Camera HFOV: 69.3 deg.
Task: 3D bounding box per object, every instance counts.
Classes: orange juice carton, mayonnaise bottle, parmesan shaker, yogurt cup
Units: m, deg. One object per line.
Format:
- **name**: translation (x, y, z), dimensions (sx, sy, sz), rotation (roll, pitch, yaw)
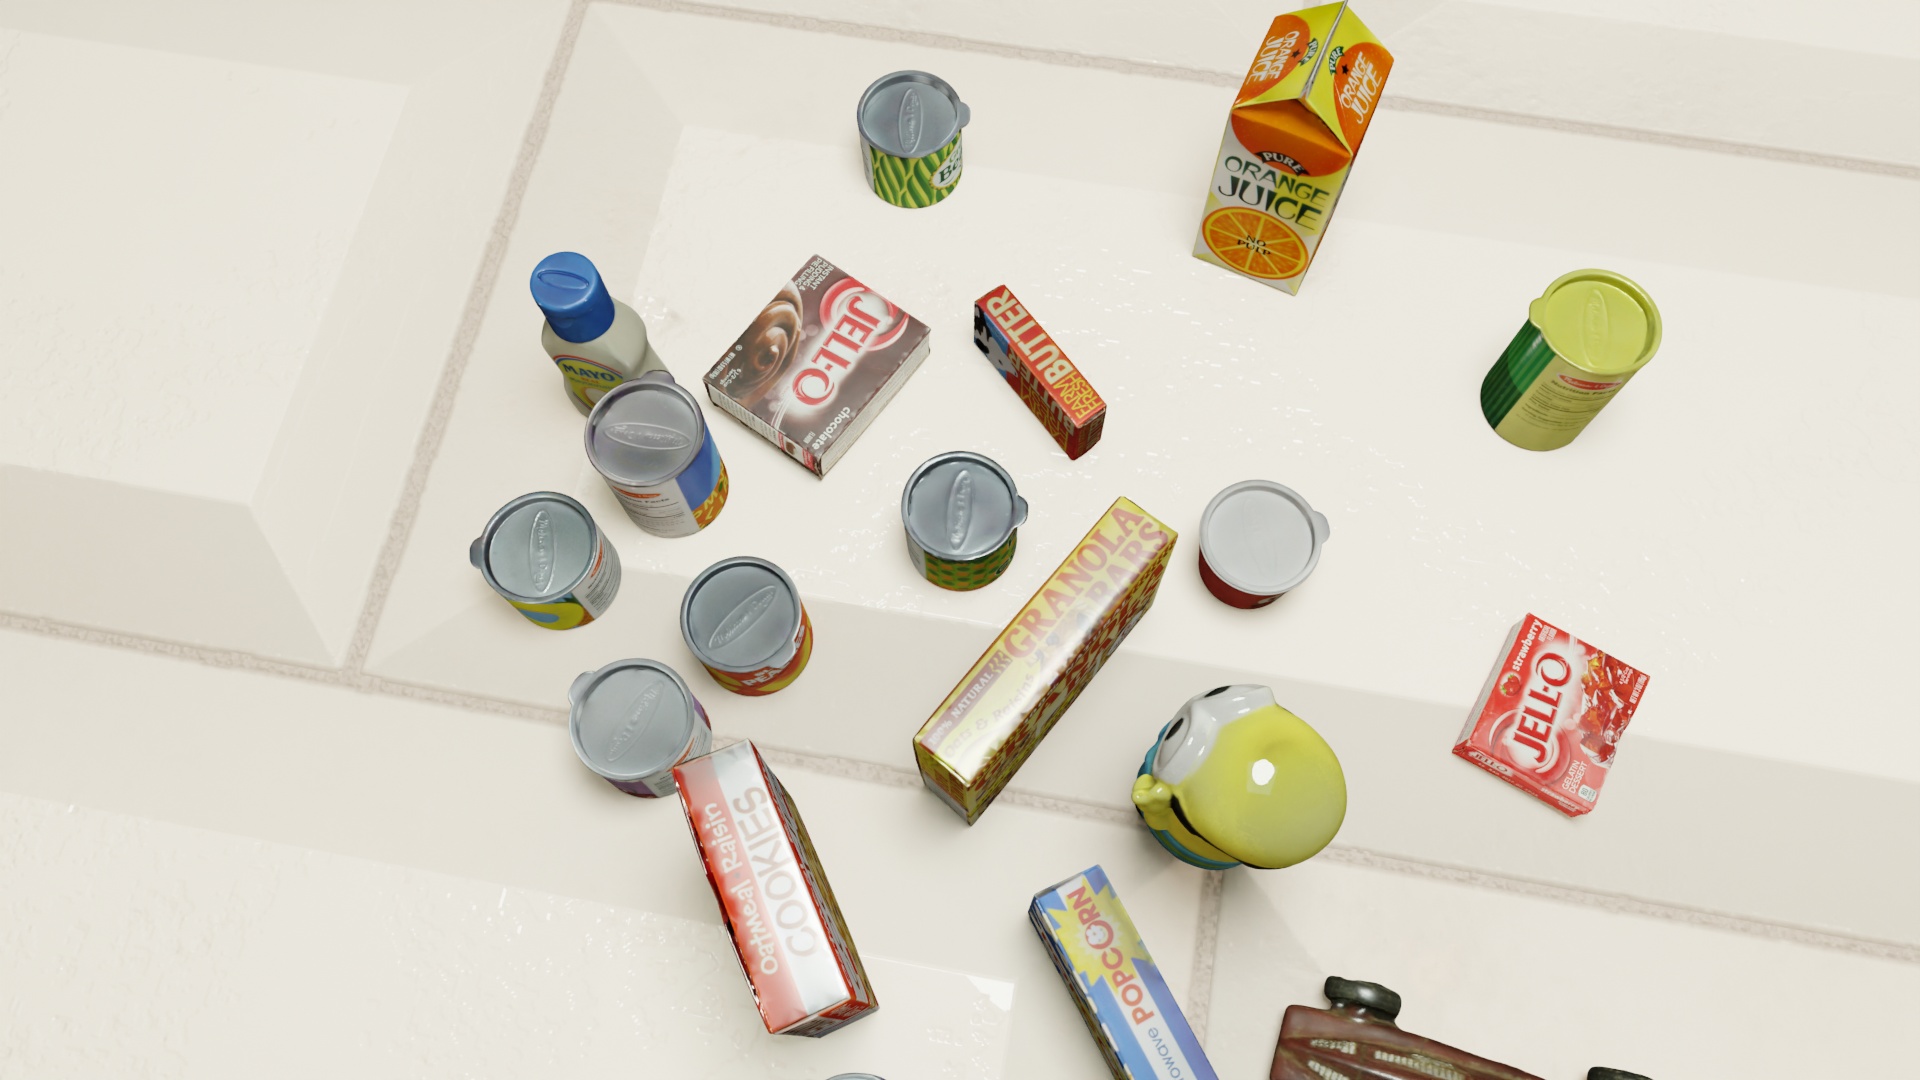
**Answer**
- **orange juice carton**: translation (0.193, -0.230, 0.804), dimensions (0.073, 0.192, 0.072), rotation (24, 72, 9)
- **mayonnaise bottle**: translation (-0.205, -0.110, 0.789), dimensions (0.065, 0.147, 0.041), rotation (13, 71, 6)
- **parmesan shaker**: translation (0.346, -0.102, 0.802), dimensions (0.071, 0.102, 0.071), rotation (0, 70, 1)
- **yogurt cup**: translation (0.166, 0.006, 0.790), dimensions (0.072, 0.053, 0.072), rotation (0, 70, 1)

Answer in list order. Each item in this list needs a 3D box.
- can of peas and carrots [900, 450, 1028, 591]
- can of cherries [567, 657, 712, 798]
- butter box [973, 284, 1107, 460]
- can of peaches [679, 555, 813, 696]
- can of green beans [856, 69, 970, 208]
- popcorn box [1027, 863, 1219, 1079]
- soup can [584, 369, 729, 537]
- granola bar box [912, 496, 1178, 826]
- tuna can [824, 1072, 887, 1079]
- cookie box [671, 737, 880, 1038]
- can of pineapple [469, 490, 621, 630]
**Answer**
- **can of peas and carrots**: translation (0.003, -0.010, 0.796), dimensions (0.071, 0.058, 0.071), rotation (0, 70, 1)
- **can of cherries**: translation (-0.174, 0.101, 0.757), dimensions (0.071, 0.058, 0.072), rotation (0, 70, 1)
- **butter box**: translation (0.047, -0.100, 0.832), dimensions (0.024, 0.053, 0.103), rotation (-34, 73, -11)
- **can of peaches**: translation (-0.116, 0.051, 0.775), dimensions (0.071, 0.058, 0.071), rotation (0, 70, 1)
- **can of green beans**: translation (-0.031, -0.256, 0.889), dimensions (0.071, 0.057, 0.071), rotation (0, 70, 1)
- **popcorn box**: translation (0.080, 0.229, 0.690), dimensions (0.038, 0.085, 0.127), rotation (-27, 71, -8)
- **soup can**: translation (-0.172, -0.048, 0.799), dimensions (0.071, 0.083, 0.071), rotation (0, 70, 1)
- **granola bar box**: translation (0.043, 0.066, 0.732), dimensions (0.039, 0.123, 0.166), rotation (38, 75, 13)
- **tuna can**: translation (-0.050, 0.301, 0.693), dimensions (0.071, 0.032, 0.071), rotation (0, 69, 1)
- **cookie box**: translation (-0.086, 0.174, 0.670), dimensions (0.040, 0.167, 0.123), rotation (-23, 71, -7)
- **can of pineapple**: translation (-0.234, 0.012, 0.791), dimensions (0.071, 0.057, 0.071), rotation (0, 70, 1)
